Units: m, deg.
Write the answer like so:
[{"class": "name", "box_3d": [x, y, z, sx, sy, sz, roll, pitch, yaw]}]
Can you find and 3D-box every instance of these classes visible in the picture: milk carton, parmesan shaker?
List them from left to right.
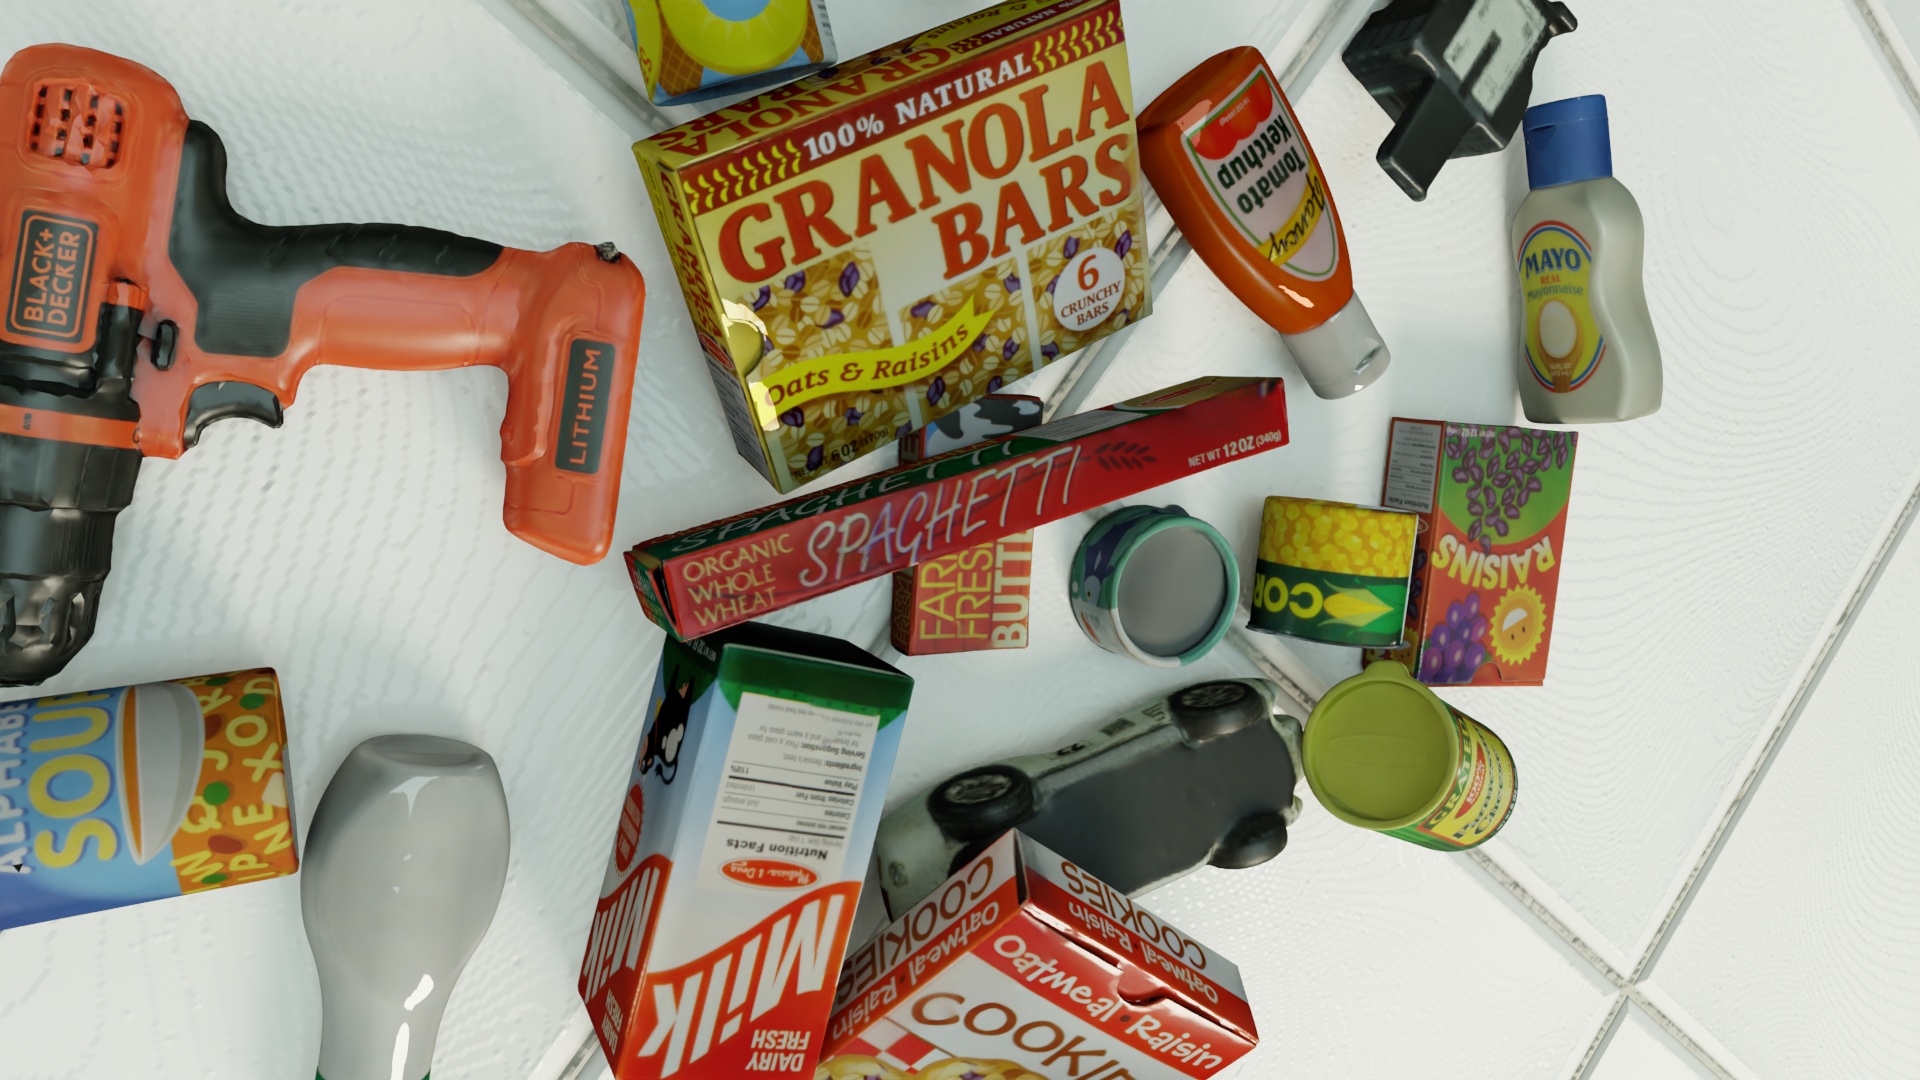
[{"class": "milk carton", "box_3d": [-0.084, 0.127, 0.499, 0.073, 0.072, 0.190, 14, 90, -27]}, {"class": "parmesan shaker", "box_3d": [0.202, 0.098, 0.616, 0.103, 0.071, 0.071, 25, 86, -51]}]

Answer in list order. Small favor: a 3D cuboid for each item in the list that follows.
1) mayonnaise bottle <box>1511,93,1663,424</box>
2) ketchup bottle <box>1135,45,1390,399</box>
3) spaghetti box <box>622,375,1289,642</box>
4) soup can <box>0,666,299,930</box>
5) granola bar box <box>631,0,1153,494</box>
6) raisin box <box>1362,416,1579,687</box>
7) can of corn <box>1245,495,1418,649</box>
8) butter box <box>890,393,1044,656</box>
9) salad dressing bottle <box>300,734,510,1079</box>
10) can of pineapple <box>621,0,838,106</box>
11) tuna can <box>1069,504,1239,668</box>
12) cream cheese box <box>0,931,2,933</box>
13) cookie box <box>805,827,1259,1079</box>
[{"class": "mayonnaise bottle", "box_3d": [0.288, -0.129, 0.649, 0.041, 0.065, 0.147, -14, 99, -26]}, {"class": "ketchup bottle", "box_3d": [0.131, -0.127, 0.582, 0.065, 0.043, 0.148, -43, 113, -14]}, {"class": "spaghetti box", "box_3d": [0.005, -0.017, 0.504, 0.251, 0.050, 0.028, -18, 103, -22]}, {"class": "soup can", "box_3d": [-0.247, 0.074, 0.414, 0.084, 0.071, 0.071, -7, 101, -25]}, {"class": "granola bar box", "box_3d": [-0.013, -0.105, 0.482, 0.166, 0.039, 0.123, -28, 130, -18]}, {"class": "raisin box", "box_3d": [0.241, 0.006, 0.656, 0.086, 0.040, 0.123, 2, 97, -27]}, {"class": "can of corn", "box_3d": [0.159, 0.012, 0.603, 0.071, 0.071, 0.058, 4, 95, -26]}, {"class": "butter box", "box_3d": [0.002, -0.007, 0.547, 0.053, 0.024, 0.103, 0, 97, -25]}, {"class": "salad dressing bottle", "box_3d": [-0.191, 0.142, 0.466, 0.064, 0.044, 0.147, 8, 95, -35]}, {"class": "can of pineapple", "box_3d": [-0.081, -0.180, 0.460, 0.071, 0.071, 0.057, -20, 106, -22]}, {"class": "tuna can", "box_3d": [0.084, 0.017, 0.585, 0.071, 0.033, 0.071, -4, 100, -25]}, {"class": "cream cheese box", "box_3d": [-0.342, 0.119, 0.400, 0.104, 0.024, 0.053, -32, 111, -18]}, {"class": "cookie box", "box_3d": [0.009, 0.193, 0.524, 0.123, 0.040, 0.167, 36, 115, -25]}]
